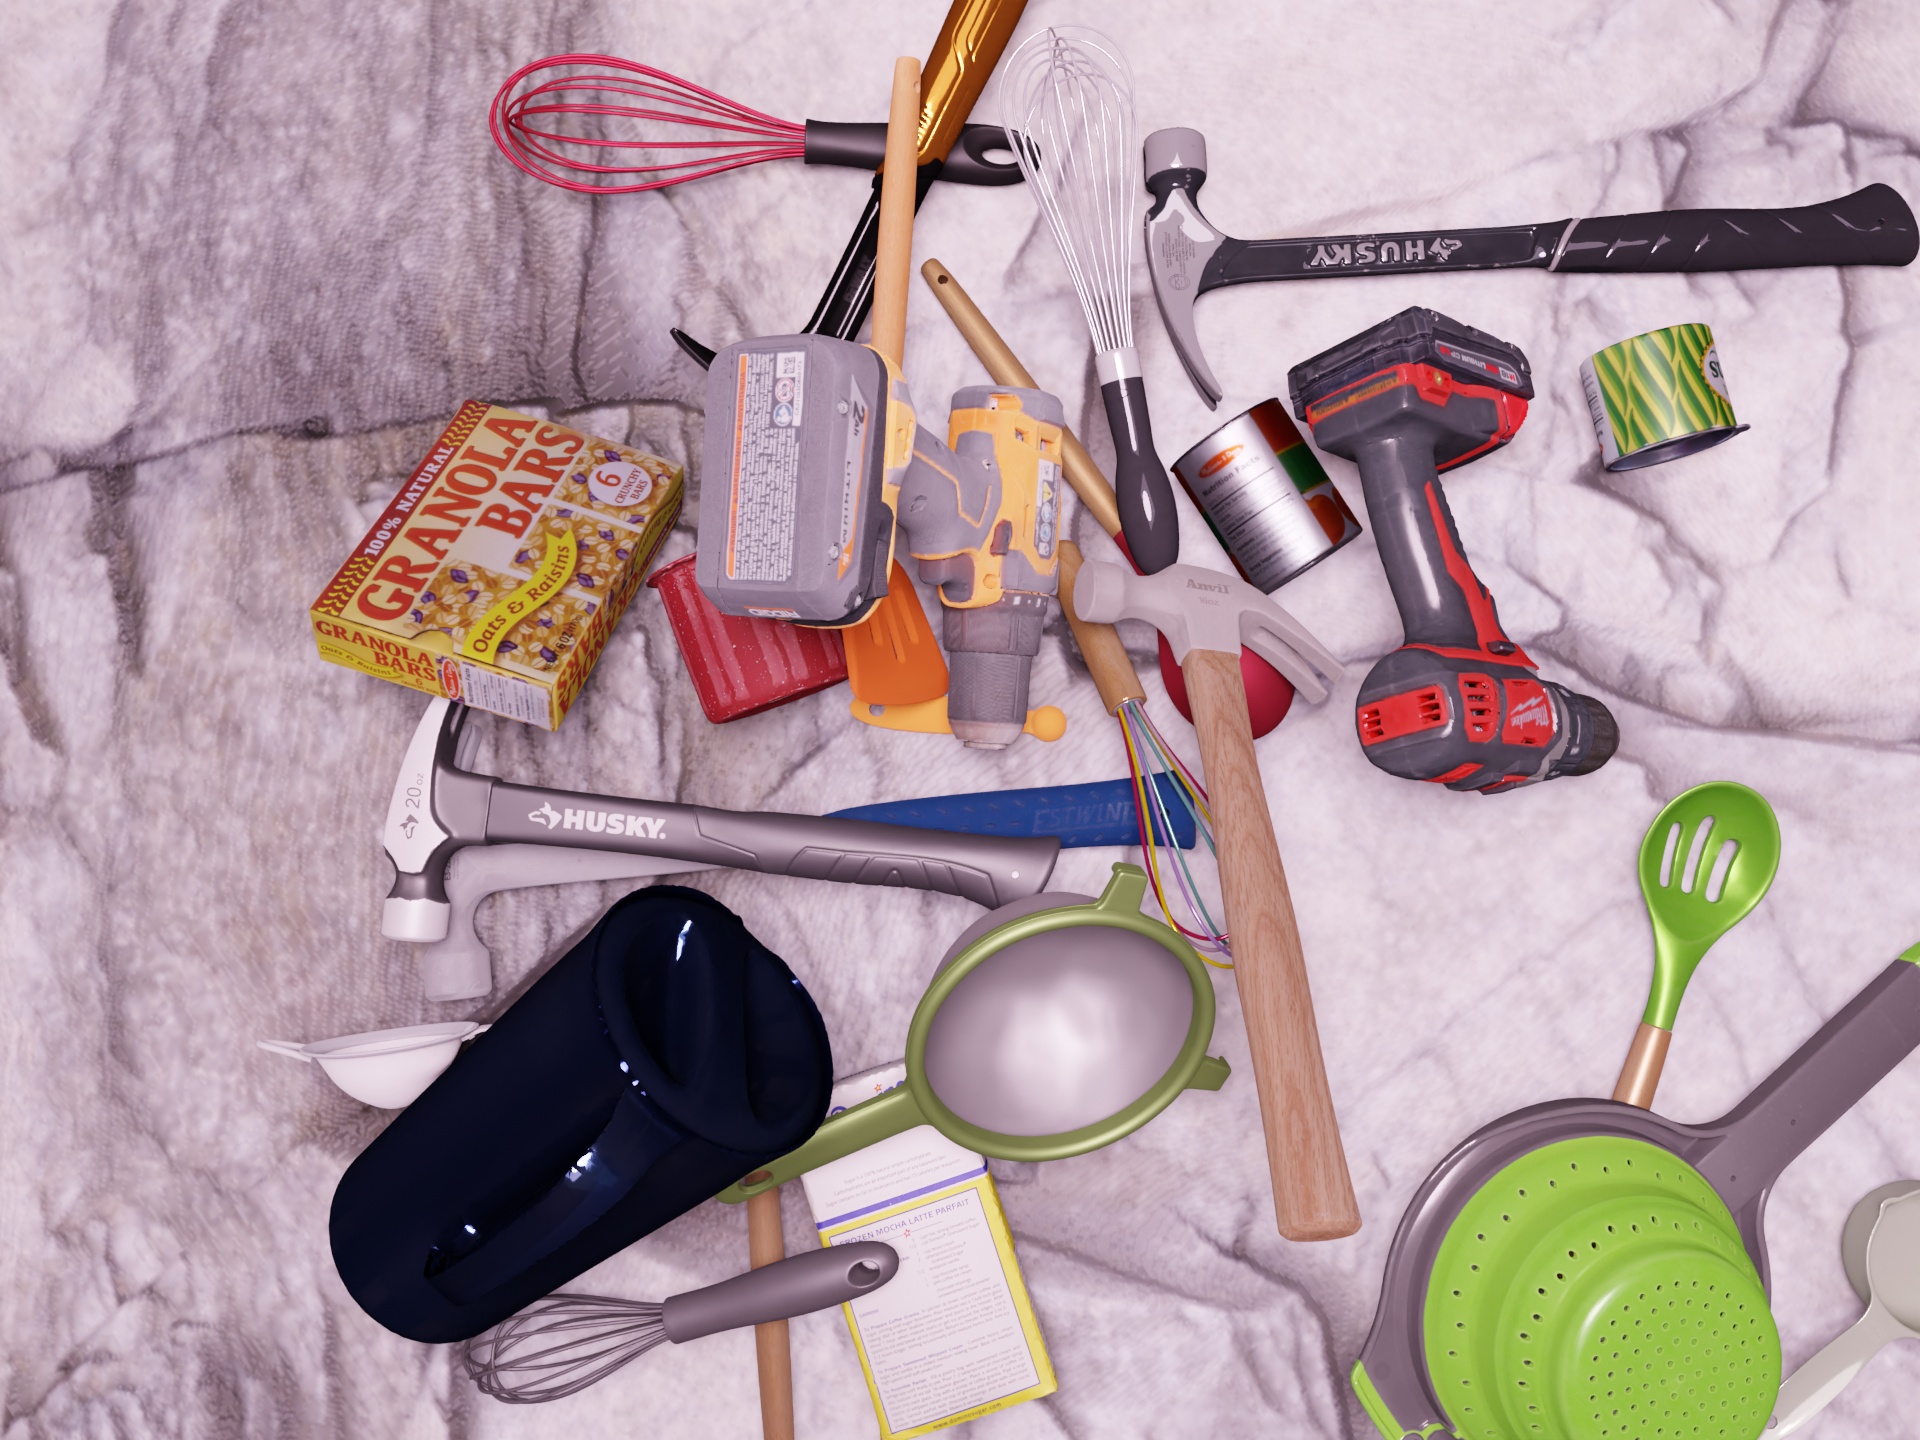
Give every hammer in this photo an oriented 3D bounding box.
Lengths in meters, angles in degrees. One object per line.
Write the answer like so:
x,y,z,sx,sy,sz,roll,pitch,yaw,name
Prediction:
0.304,-0.250,0.853,0.409,0.036,0.149,-2,86,1,hammer
-0.082,0.057,0.832,0.405,0.035,0.144,-5,85,1,hammer
-0.024,-0.311,0.829,0.127,0.034,0.337,27,93,-15,hammer
-0.117,0.053,0.798,0.335,0.035,0.146,6,86,1,hammer
0.135,0.068,0.730,0.130,0.031,0.332,5,58,-18,hammer

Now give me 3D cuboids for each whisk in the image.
-0.142,0.294,0.789,0.239,0.055,0.055,-18,85,11,whisk
-0.103,-0.313,0.858,0.296,0.073,0.073,2,85,-5,whisk
0.090,0.012,0.801,0.047,0.051,0.245,-20,67,-3,whisk
0.073,-0.212,0.813,0.070,0.070,0.284,-11,93,0,whisk

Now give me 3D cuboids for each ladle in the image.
0.073,-0.123,0.851,0.069,0.031,0.315,-35,84,-3,ladle
-0.092,0.343,0.811,0.078,0.062,0.320,-6,78,2,ladle

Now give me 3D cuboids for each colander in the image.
0.376,0.240,0.763,0.397,0.094,0.204,-39,98,-6,colander

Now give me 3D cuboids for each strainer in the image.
-0.221,0.155,0.813,0.258,0.087,0.050,-13,89,-10,strainer
-0.006,0.158,0.771,0.256,0.069,0.151,-25,122,3,strainer

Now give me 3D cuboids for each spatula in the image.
-0.031,-0.170,0.811,0.041,0.081,0.322,10,99,35,spatula

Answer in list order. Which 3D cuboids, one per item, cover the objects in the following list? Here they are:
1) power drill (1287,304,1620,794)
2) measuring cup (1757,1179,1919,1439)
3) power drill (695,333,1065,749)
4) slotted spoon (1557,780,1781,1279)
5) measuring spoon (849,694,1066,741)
0.255,-0.074,0.792,0.187,0.080,0.227,5,72,-42,power drill
0.452,0.300,0.800,0.167,0.038,0.083,-42,86,-1,measuring cup
-0.024,-0.078,0.753,0.084,0.226,0.185,5,92,32,power drill
0.348,0.181,0.818,0.070,0.031,0.314,19,87,0,slotted spoon
-0.001,-0.003,0.848,0.117,0.011,0.021,5,85,2,measuring spoon
